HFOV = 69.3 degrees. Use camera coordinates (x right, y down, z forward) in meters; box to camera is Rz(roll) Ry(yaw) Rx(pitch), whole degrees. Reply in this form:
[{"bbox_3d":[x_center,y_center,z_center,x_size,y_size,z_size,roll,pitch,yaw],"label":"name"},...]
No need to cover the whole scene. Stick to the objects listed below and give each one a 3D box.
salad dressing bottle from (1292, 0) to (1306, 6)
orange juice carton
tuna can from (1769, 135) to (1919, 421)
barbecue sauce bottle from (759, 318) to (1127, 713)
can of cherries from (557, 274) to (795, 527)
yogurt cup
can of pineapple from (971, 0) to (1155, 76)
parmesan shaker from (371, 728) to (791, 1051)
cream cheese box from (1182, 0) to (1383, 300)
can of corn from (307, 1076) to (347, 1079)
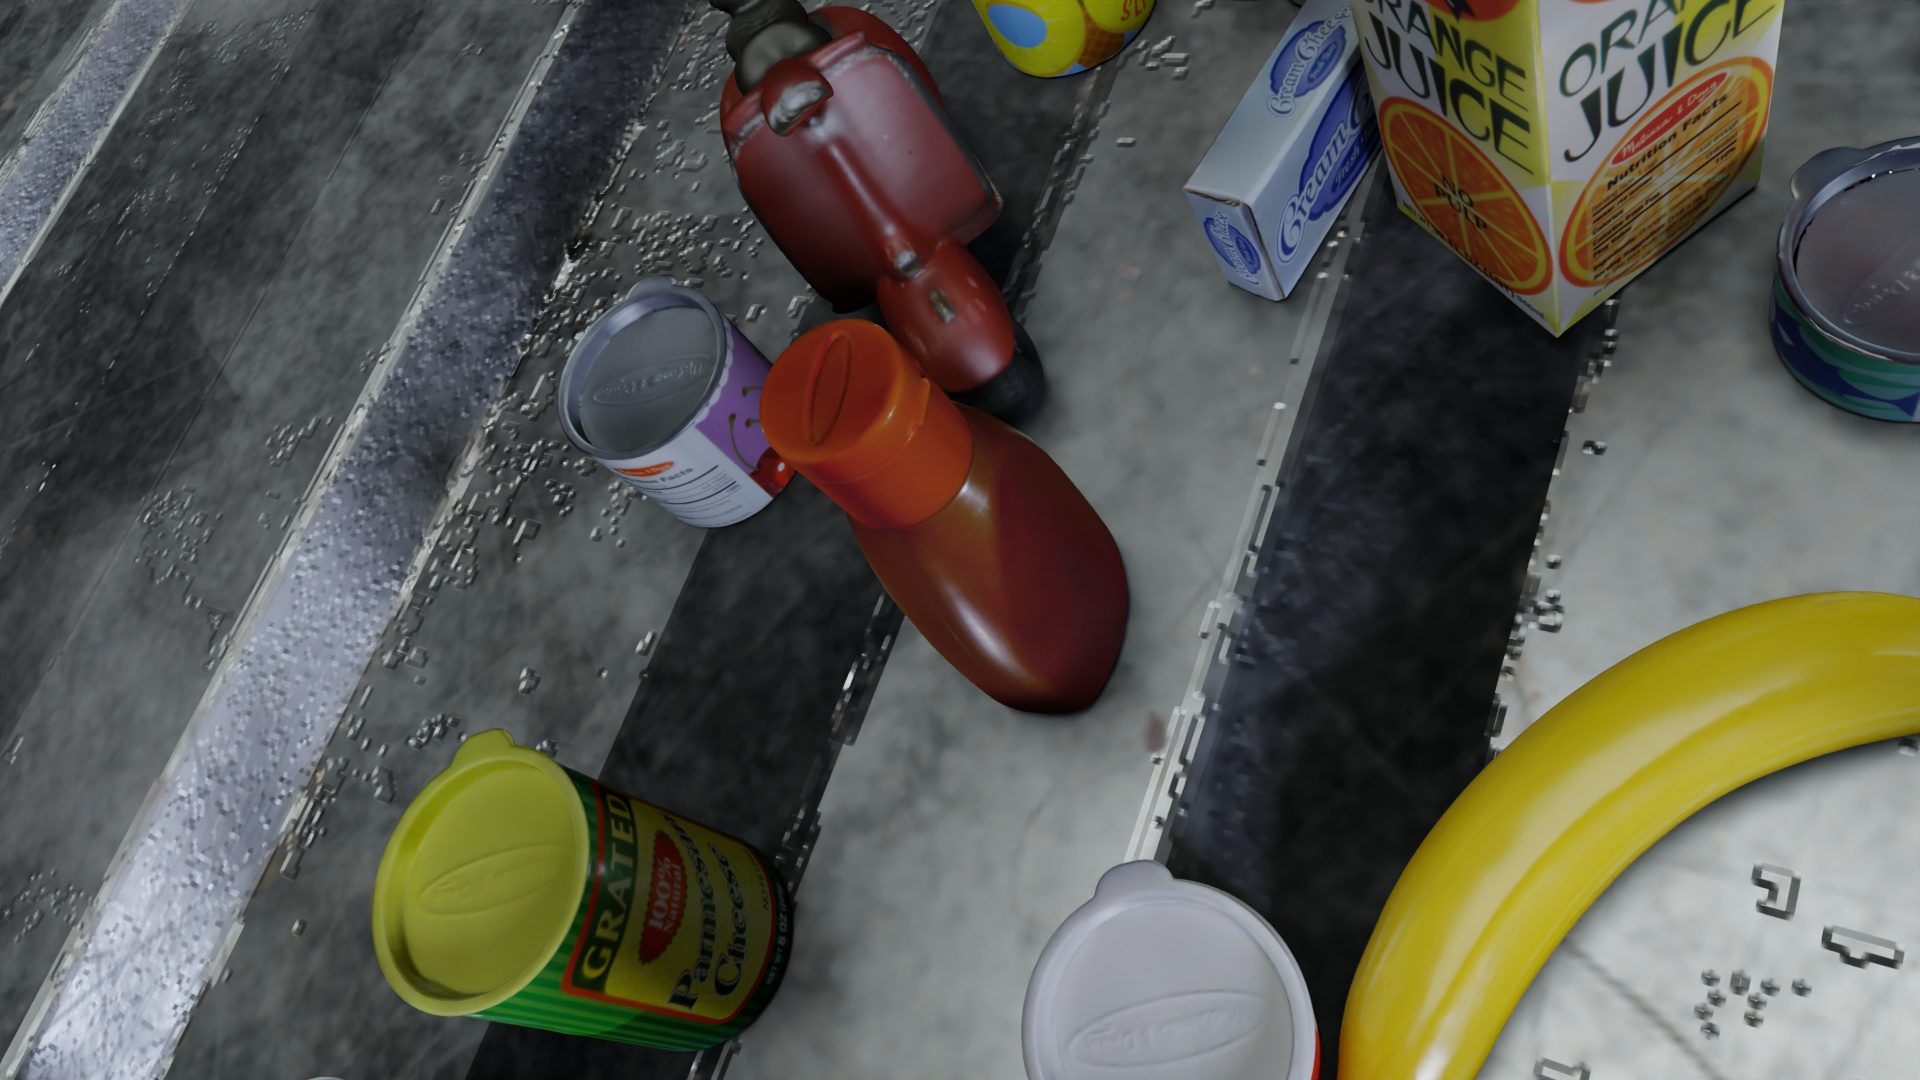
[{"bbox_3d":[0.103,-0.229,0.422,0.044,0.147,0.064,-43,56,2],"label":"salad dressing bottle"},{"bbox_3d":[0.143,-0.139,0.333,0.073,0.192,0.072,-39,56,4],"label":"orange juice carton"},{"bbox_3d":[0.239,-0.067,0.348,0.071,0.032,0.071,-10,62,21],"label":"tuna can"},{"bbox_3d":[0.001,-0.005,0.362,0.043,0.148,0.065,-1,66,25],"label":"barbecue sauce bottle"},{"bbox_3d":[-0.094,-0.048,0.482,0.071,0.058,0.072,-10,63,21],"label":"can of cherries"},{"bbox_3d":[0.055,0.120,0.333,0.072,0.054,0.072,-10,62,21],"label":"yogurt cup"},{"bbox_3d":[0.034,-0.212,0.501,0.071,0.057,0.071,-10,62,21],"label":"can of pineapple"},{"bbox_3d":[-0.099,0.100,0.386,0.071,0.103,0.071,-11,63,21],"label":"parmesan shaker"},{"bbox_3d":[0.111,-0.131,0.428,0.024,0.053,0.104,28,80,33],"label":"cream cheese box"},{"bbox_3d":[-0.166,0.193,0.400,0.071,0.058,0.071,-10,63,21],"label":"can of corn"}]
